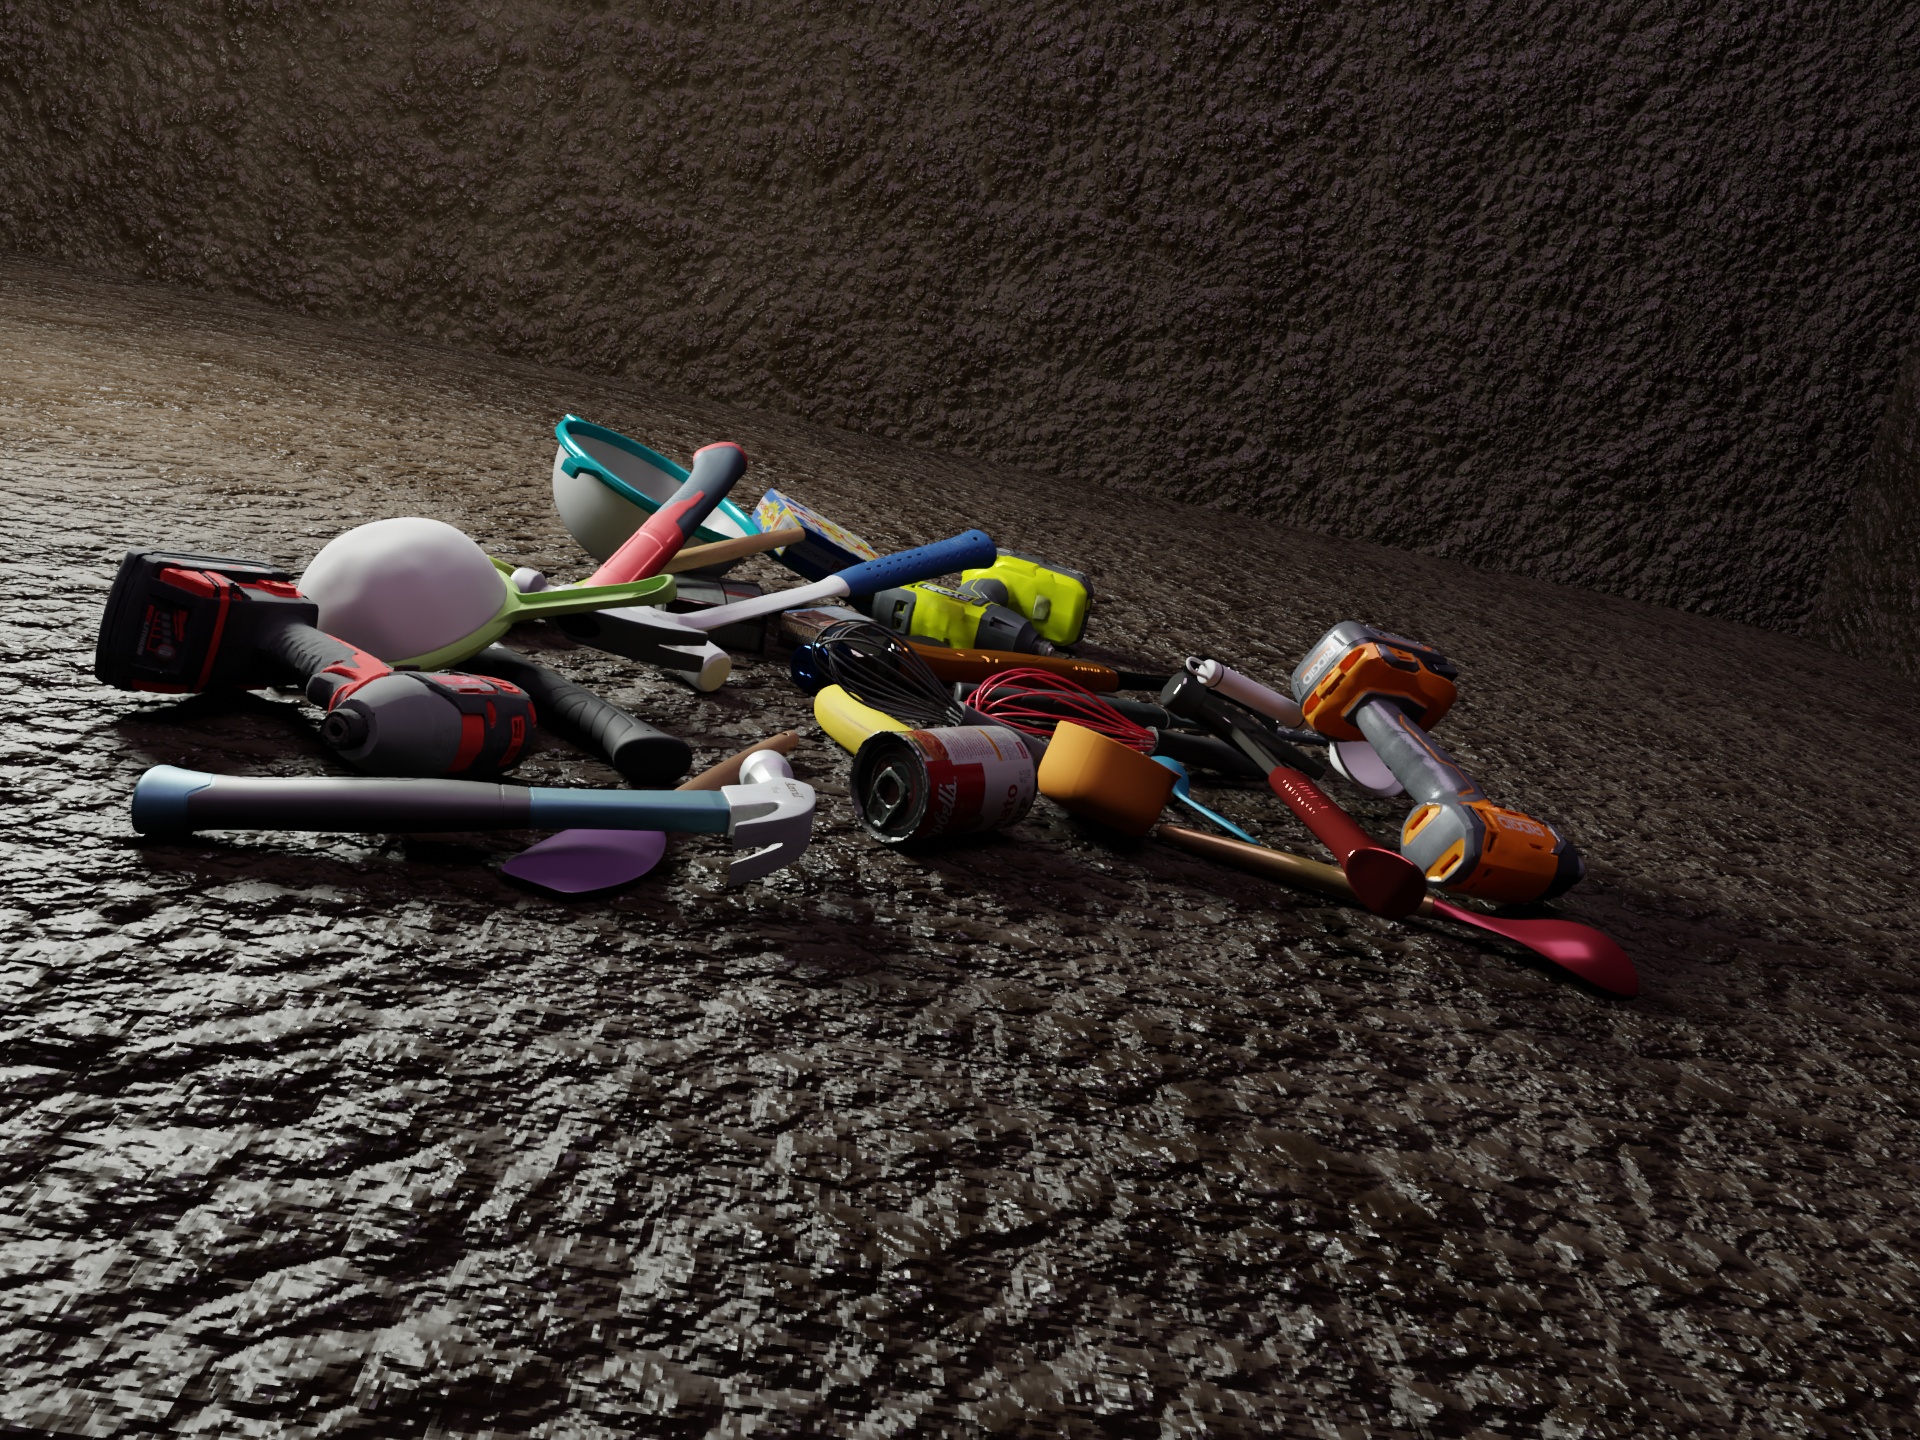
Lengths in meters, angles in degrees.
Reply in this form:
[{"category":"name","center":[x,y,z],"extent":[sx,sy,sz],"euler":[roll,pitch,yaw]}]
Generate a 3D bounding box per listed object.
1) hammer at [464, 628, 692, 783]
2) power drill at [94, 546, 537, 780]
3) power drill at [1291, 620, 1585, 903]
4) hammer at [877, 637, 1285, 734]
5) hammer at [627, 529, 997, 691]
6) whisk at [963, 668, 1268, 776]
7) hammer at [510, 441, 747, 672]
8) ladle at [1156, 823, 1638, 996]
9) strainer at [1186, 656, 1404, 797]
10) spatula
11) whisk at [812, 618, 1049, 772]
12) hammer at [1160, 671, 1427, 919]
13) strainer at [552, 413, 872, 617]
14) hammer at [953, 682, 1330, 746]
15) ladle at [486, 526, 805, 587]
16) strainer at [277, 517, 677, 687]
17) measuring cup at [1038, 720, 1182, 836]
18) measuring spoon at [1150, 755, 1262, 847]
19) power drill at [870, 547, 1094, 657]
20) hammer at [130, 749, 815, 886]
[{"category":"hammer","center":[-0.291,-0.031,1.067],"extent":[0.335,0.035,0.146],"euler":[25,20,38]},{"category":"power drill","center":[-0.362,-0.024,0.889],"extent":[0.220,0.078,0.143],"euler":[21,8,17]},{"category":"power drill","center":[0.351,0.038,1.150],"extent":[0.164,0.084,0.227],"euler":[13,37,-34]},{"category":"hammer","center":[0.095,-0.033,1.272],"extent":[0.336,0.034,0.127],"euler":[4,17,-26]},{"category":"hammer","center":[-0.114,-0.115,1.342],"extent":[0.144,0.035,0.405],"euler":[35,34,27]},{"category":"whisk","center":[0.130,0.012,1.225],"extent":[0.295,0.073,0.073],"euler":[11,14,-31]},{"category":"hammer","center":[-0.218,-0.145,1.260],"extent":[0.143,0.038,0.386],"euler":[17,27,1]},{"category":"ladle","center":[0.280,0.115,1.033],"extent":[0.315,0.031,0.069],"euler":[15,15,16]},{"category":"strainer","center":[0.266,0.000,1.230],"extent":[0.258,0.087,0.050],"euler":[23,-33,-31]},{"category":"spatula","center":[-0.159,0.047,0.926],"extent":[0.060,0.018,0.316],"euler":[16,17,13]},{"category":"whisk","center":[-0.001,-0.005,1.075],"extent":[0.238,0.055,0.055],"euler":[29,4,-34]},{"category":"hammer","center":[0.239,0.056,1.080],"extent":[0.149,0.036,0.359],"euler":[33,9,-14]},{"category":"strainer","center":[-0.241,-0.153,1.482],"extent":[0.340,0.095,0.211],"euler":[29,13,-23]},{"category":"hammer","center":[0.182,0.003,1.339],"extent":[0.408,0.036,0.149],"euler":[6,18,-21]},{"category":"ladle","center":[-0.259,-0.138,1.315],"extent":[0.320,0.062,0.078],"euler":[-19,23,-39]},{"category":"strainer","center":[-0.314,-0.093,1.024],"extent":[0.256,0.069,0.152],"euler":[-5,33,4]},{"category":"measuring cup","center":[0.110,0.053,1.091],"extent":[0.095,0.052,0.173],"euler":[24,-6,27]},{"category":"measuring spoon","center":[0.177,0.056,1.144],"extent":[0.042,0.021,0.129],"euler":[34,1,-42]},{"category":"power drill","center":[0.037,-0.102,1.525],"extent":[0.171,0.080,0.223],"euler":[18,20,19]},{"category":"hammer","center":[-0.234,0.044,0.808],"extent":[0.331,0.033,0.128],"euler":[2,17,-21]}]
